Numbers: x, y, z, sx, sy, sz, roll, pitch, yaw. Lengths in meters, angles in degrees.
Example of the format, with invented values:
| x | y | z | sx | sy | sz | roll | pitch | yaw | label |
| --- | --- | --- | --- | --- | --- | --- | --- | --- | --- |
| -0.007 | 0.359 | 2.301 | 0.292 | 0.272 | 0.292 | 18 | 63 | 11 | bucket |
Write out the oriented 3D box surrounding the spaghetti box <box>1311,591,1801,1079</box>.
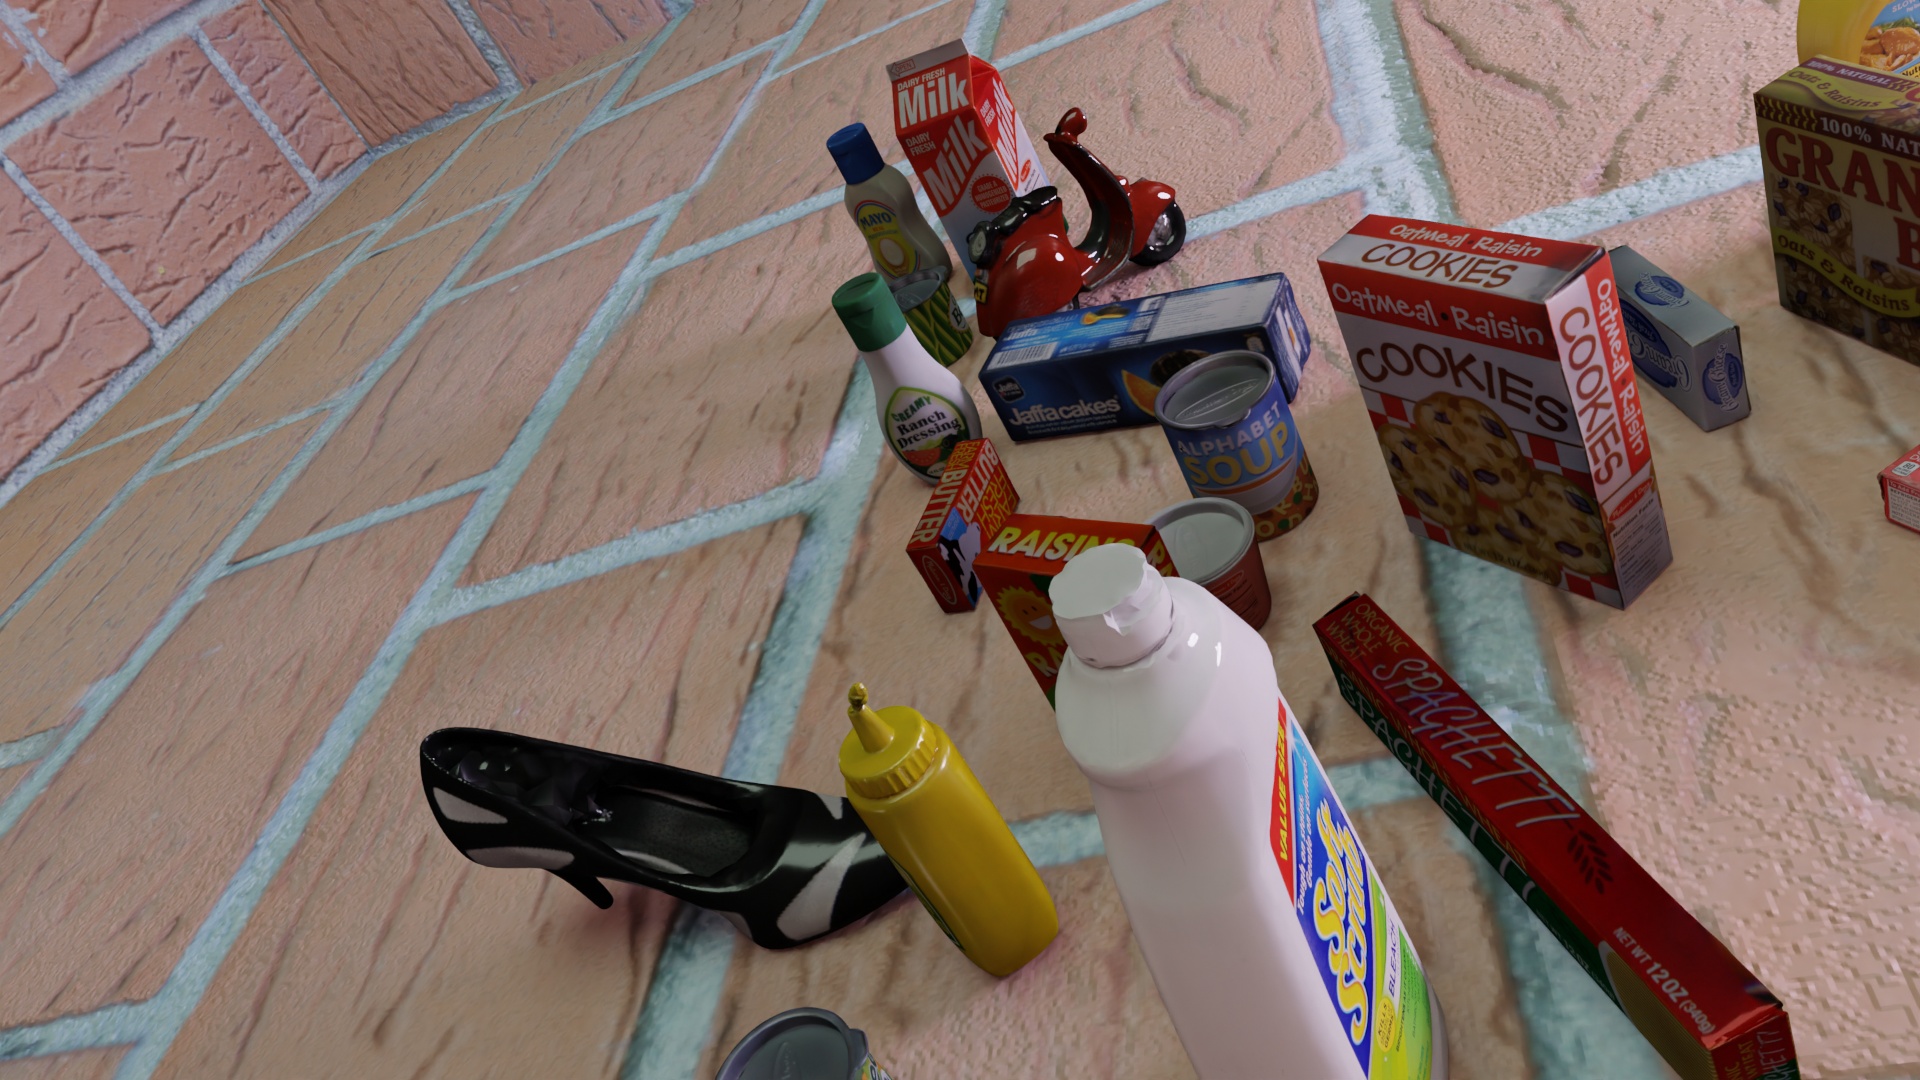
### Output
| x | y | z | sx | sy | sz | roll | pitch | yaw | label |
| --- | --- | --- | --- | --- | --- | --- | --- | --- | --- |
| 0.208 | 0.103 | 0.523 | 0.029 | 0.050 | 0.251 | -30 | 32 | 0 | spaghetti box |

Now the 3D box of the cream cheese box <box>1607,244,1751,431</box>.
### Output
| x | y | z | sx | sy | sz | roll | pitch | yaw | label |
| --- | --- | --- | --- | --- | --- | --- | --- | --- | --- |
| 0.350 | -0.102 | 0.690 | 0.024 | 0.053 | 0.104 | -25 | 33 | 9 | cream cheese box |

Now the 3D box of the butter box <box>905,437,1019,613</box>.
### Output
| x | y | z | sx | sy | sz | roll | pitch | yaw | label |
| --- | --- | --- | --- | --- | --- | --- | --- | --- | --- |
| 0.003 | -0.011 | 0.837 | 0.024 | 0.053 | 0.104 | -9 | 38 | 30 | butter box |

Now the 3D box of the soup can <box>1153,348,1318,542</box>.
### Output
| x | y | z | sx | sy | sz | roll | pitch | yaw | label |
| --- | --- | --- | --- | --- | --- | --- | --- | --- | --- |
| 0.149 | -0.048 | 0.745 | 0.071 | 0.083 | 0.072 | -21 | 33 | 14 | soup can |

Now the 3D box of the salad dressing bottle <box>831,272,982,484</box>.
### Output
| x | y | z | sx | sy | sz | roll | pitch | yaw | label |
| --- | --- | --- | --- | --- | --- | --- | --- | --- | --- |
| -0.035 | -0.105 | 0.909 | 0.064 | 0.147 | 0.044 | -20 | 33 | 16 | salad dressing bottle |

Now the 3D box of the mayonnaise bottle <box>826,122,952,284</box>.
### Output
| x | y | z | sx | sy | sz | roll | pitch | yaw | label |
| --- | --- | --- | --- | --- | --- | --- | --- | --- | --- |
| -0.064 | -0.277 | 1.168 | 0.064 | 0.147 | 0.041 | -5 | 40 | 34 | mayonnaise bottle |

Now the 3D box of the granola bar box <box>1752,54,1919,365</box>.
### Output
| x | y | z | sx | sy | sz | roll | pitch | yaw | label |
| --- | --- | --- | --- | --- | --- | --- | --- | --- | --- |
| 0.429 | -0.135 | 0.606 | 0.039 | 0.123 | 0.166 | -30 | 32 | 1 | granola bar box |

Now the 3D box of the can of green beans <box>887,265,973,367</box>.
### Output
| x | y | z | sx | sy | sz | roll | pitch | yaw | label |
| --- | --- | --- | --- | --- | --- | --- | --- | --- | --- |
| -0.031 | -0.169 | 1.077 | 0.071 | 0.057 | 0.071 | -21 | 33 | 14 | can of green beans |

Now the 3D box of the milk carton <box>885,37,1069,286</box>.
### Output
| x | y | z | sx | sy | sz | roll | pitch | yaw | label |
| --- | --- | --- | --- | --- | --- | --- | --- | --- | --- |
| 0.012 | -0.301 | 1.102 | 0.072 | 0.189 | 0.074 | -11 | 37 | 28 | milk carton |

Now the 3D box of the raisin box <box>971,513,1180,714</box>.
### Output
| x | y | z | sx | sy | sz | roll | pitch | yaw | label |
| --- | --- | --- | --- | --- | --- | --- | --- | --- | --- |
| 0.070 | 0.046 | 0.642 | 0.086 | 0.123 | 0.040 | 7 | 47 | 44 | raisin box |

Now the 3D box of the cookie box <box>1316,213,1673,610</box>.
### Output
| x | y | z | sx | sy | sz | roll | pitch | yaw | label |
| --- | --- | --- | --- | --- | --- | --- | --- | --- | --- |
| 0.236 | -0.059 | 0.614 | 0.040 | 0.166 | 0.123 | -39 | 33 | -14 | cookie box |

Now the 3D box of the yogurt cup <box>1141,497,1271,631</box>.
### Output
| x | y | z | sx | sy | sz | roll | pitch | yaw | label |
| --- | --- | --- | --- | --- | --- | --- | --- | --- | --- |
| 0.123 | 0.019 | 0.701 | 0.072 | 0.053 | 0.073 | -21 | 33 | 14 | yogurt cup |

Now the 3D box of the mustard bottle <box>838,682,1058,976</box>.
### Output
| x | y | z | sx | sy | sz | roll | pitch | yaw | label |
| --- | --- | --- | --- | --- | --- | --- | --- | --- | --- |
| -0.012 | 0.115 | 0.577 | 0.049 | 0.159 | 0.065 | -36 | 33 | -10 | mustard bottle |

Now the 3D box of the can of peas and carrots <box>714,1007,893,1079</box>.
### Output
| x | y | z | sx | sy | sz | roll | pitch | yaw | label |
| --- | --- | --- | --- | --- | --- | --- | --- | --- | --- |
| -0.055 | 0.228 | 0.549 | 0.071 | 0.058 | 0.071 | -21 | 33 | 14 | can of peas and carrots |
